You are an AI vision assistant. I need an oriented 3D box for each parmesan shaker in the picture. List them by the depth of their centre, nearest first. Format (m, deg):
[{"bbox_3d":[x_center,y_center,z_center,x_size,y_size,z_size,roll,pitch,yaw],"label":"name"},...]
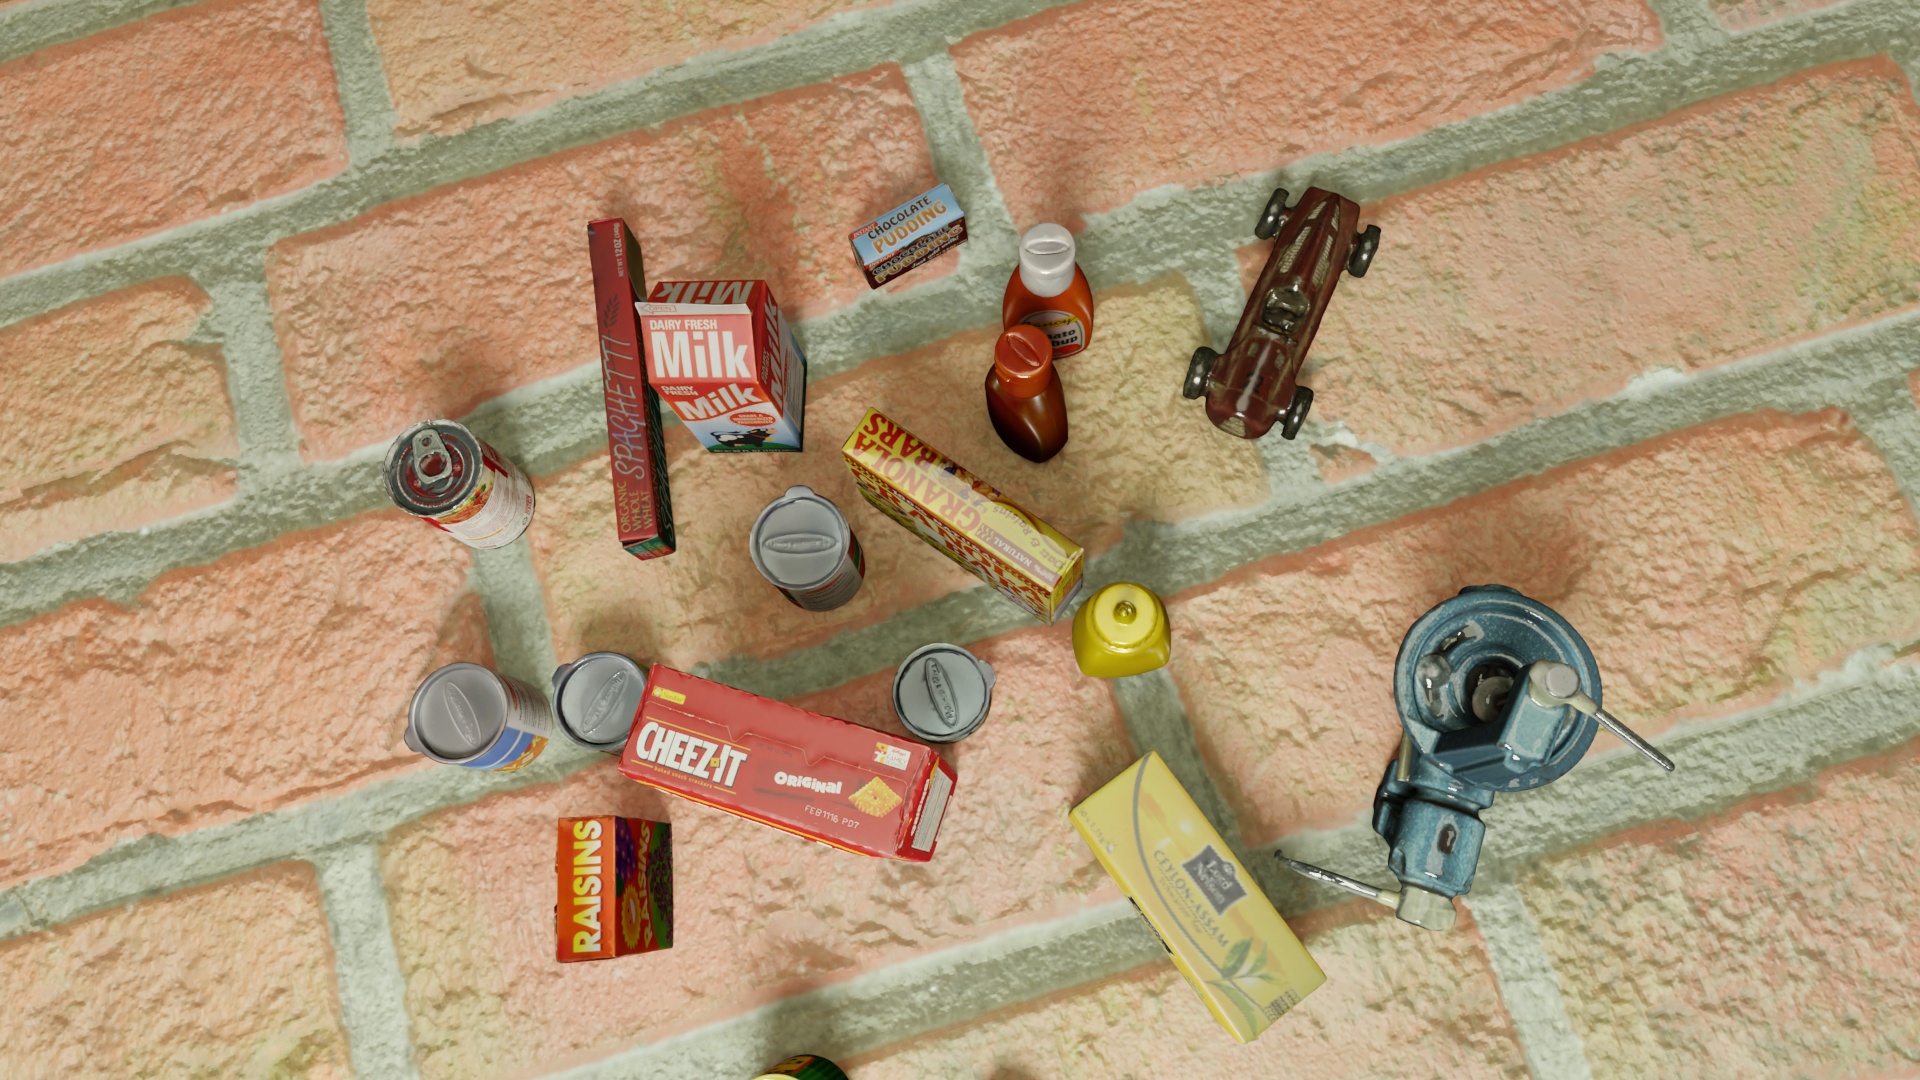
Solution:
[{"bbox_3d":[-0.106,0.357,0.849,0.071,0.103,0.071,-1,76,4],"label":"parmesan shaker"}]

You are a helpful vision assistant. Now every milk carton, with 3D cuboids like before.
[{"bbox_3d":[-0.156,-0.120,0.928,0.072,0.190,0.073,0,76,4],"label":"milk carton"}]

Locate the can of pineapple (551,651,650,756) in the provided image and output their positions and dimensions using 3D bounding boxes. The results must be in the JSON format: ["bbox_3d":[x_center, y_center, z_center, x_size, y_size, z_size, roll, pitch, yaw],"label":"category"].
[{"bbox_3d":[-0.236,0.110,0.944,0.071,0.057,0.071,-1,76,4],"label":"can of pineapple"}]

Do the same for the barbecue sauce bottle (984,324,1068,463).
[{"bbox_3d":[0.044,-0.100,0.932,0.044,0.148,0.065,-42,77,-6],"label":"barbecue sauce bottle"}]

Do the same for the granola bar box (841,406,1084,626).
[{"bbox_3d":[0.003,-0.012,0.924,0.166,0.124,0.039,34,81,11],"label":"granola bar box"}]

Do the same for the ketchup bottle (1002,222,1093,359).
[{"bbox_3d":[0.059,-0.169,0.948,0.065,0.148,0.043,-3,76,3],"label":"ketchup bottle"}]

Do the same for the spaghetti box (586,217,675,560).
[{"bbox_3d":[-0.238,-0.110,1.004,0.029,0.050,0.250,-10,75,2],"label":"spaghetti box"}]

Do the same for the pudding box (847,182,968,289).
[{"bbox_3d":[-0.038,-0.223,1.019,0.084,0.049,0.030,-29,76,-3],"label":"pudding box"}]

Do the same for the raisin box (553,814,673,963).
[{"bbox_3d":[-0.218,0.220,0.881,0.040,0.123,0.086,-4,76,3],"label":"raisin box"}]

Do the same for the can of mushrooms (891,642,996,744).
[{"bbox_3d":[-0.010,0.104,0.943,0.071,0.033,0.071,-1,76,4],"label":"can of mushrooms"}]

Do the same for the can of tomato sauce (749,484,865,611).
[{"bbox_3d":[-0.103,0.008,0.948,0.071,0.083,0.071,-1,76,4],"label":"can of tomato sauce"}]

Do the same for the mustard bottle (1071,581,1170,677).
[{"bbox_3d":[0.104,0.055,0.882,0.065,0.160,0.049,-8,76,2],"label":"mustard bottle"}]

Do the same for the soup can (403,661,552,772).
[{"bbox_3d":[-0.323,0.122,0.933,0.071,0.083,0.071,-1,76,4],"label":"soup can"}]
